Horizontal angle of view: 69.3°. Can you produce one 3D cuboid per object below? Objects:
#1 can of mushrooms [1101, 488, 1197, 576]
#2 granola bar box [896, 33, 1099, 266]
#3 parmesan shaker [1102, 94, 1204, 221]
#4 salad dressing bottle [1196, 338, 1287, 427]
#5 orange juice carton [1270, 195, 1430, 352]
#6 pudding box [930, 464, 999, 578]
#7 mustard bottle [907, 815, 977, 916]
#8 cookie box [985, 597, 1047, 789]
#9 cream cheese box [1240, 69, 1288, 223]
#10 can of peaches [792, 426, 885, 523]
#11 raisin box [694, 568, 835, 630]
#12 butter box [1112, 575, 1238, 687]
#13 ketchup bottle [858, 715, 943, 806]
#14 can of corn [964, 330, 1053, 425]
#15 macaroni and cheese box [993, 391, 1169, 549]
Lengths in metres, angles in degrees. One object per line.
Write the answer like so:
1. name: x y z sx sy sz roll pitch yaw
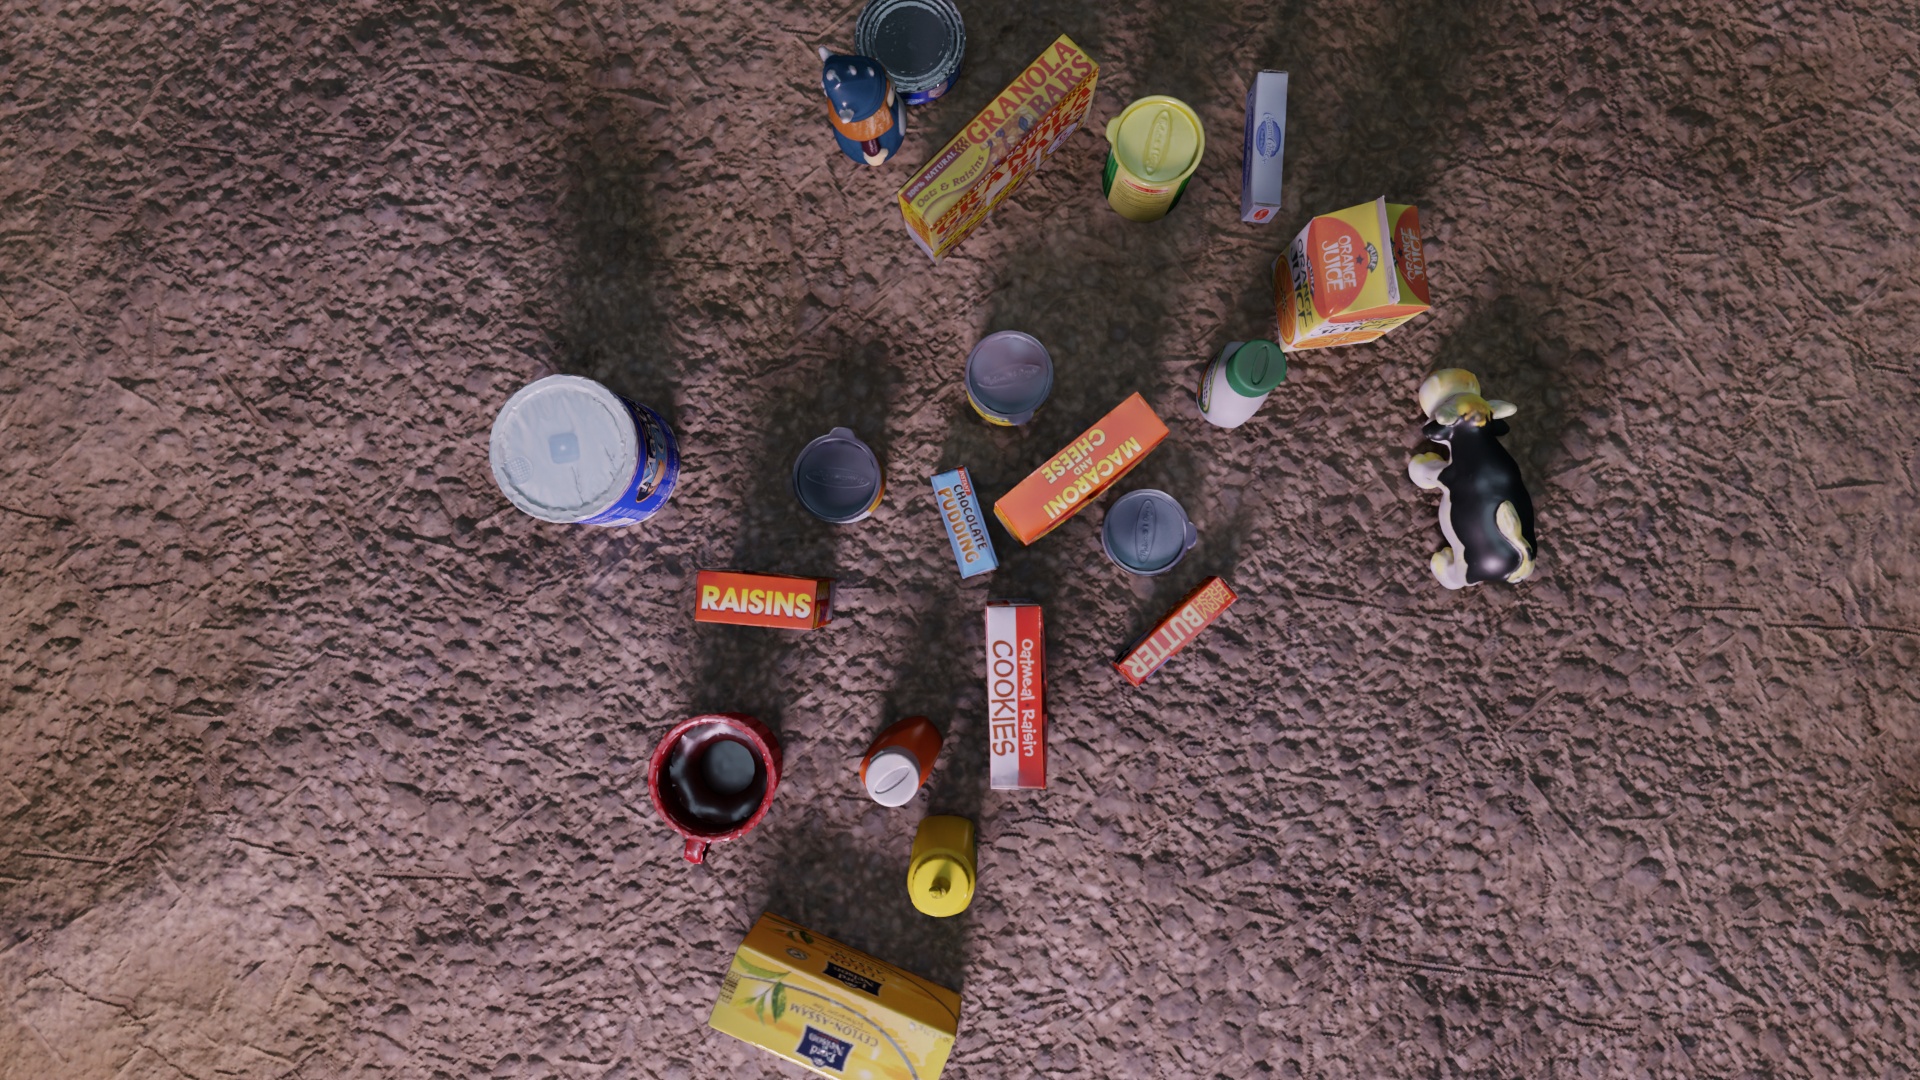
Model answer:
1. can of mushrooms: 0.143 -0.006 1.064 0.071 0.033 0.071 0 88 1
2. granola bar box: 0.027 -0.286 1.030 0.165 0.124 0.039 -44 88 0
3. parmesan shaker: 0.139 -0.284 1.038 0.071 0.103 0.071 0 89 1
4. salad dressing bottle: 0.204 -0.118 1.010 0.044 0.147 0.064 16 89 1
5. orange juice carton: 0.279 -0.187 0.988 0.073 0.192 0.072 -7 89 1
6. pudding box: 0.004 -0.013 1.059 0.030 0.049 0.083 -18 88 1
7. mustard bottle: -0.012 0.239 0.996 0.049 0.160 0.065 2 89 1
8. cookie box: 0.039 0.104 0.996 0.040 0.167 0.123 -2 89 1
9. cream cheese box: 0.232 -0.300 1.062 0.024 0.053 0.103 3 88 1
10. can of peaches: -0.091 -0.048 1.057 0.071 0.058 0.071 0 89 1
11. raisin box: -0.141 0.042 1.022 0.086 0.123 0.040 5 89 1
12. butter box: 0.161 0.068 1.052 0.103 0.053 0.024 -42 88 0
13. ketchup bottle: -0.045 0.161 1.005 0.065 0.149 0.043 -37 88 0
14. can of corn: 0.037 -0.120 1.057 0.071 0.058 0.071 0 89 1
15. macaroni and cheese box: 0.083 -0.046 1.000 0.124 0.166 0.040 -38 88 0
